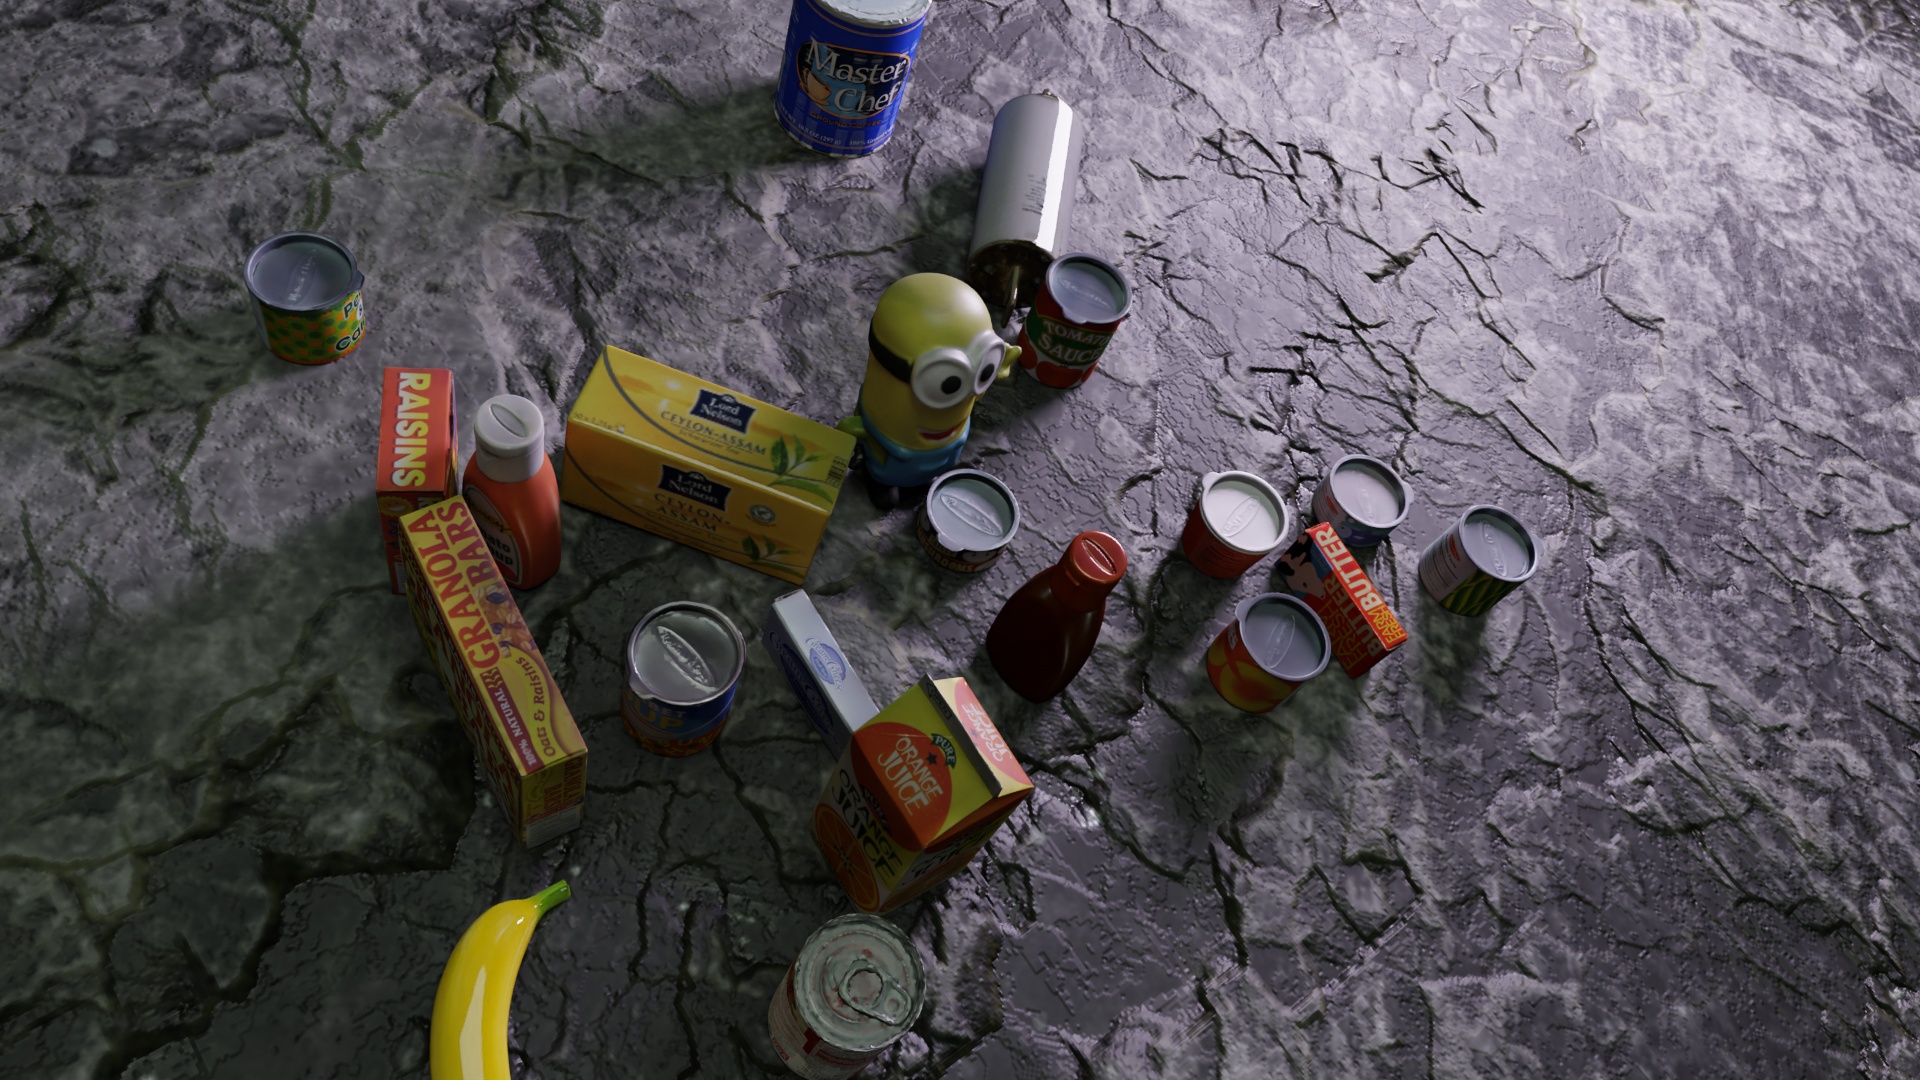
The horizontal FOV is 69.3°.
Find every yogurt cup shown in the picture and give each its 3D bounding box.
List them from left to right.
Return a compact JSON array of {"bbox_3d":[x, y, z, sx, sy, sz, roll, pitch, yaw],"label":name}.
[{"bbox_3d":[0.195,-0.008,1.002,0.072,0.053,0.073,8,58,-13],"label":"yogurt cup"}]

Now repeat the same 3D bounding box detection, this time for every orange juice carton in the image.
[{"bbox_3d":[-0.022,0.140,0.762,0.073,0.191,0.072,-24,69,-28],"label":"orange juice carton"}]

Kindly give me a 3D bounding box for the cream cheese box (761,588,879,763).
[{"bbox_3d":[-0.086,0.086,0.859,0.024,0.053,0.104,-24,69,-28],"label":"cream cheese box"}]

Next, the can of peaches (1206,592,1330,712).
[{"bbox_3d":[0.208,0.076,0.952,0.071,0.057,0.071,8,58,-13],"label":"can of peaches"}]

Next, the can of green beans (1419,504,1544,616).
[{"bbox_3d":[0.389,0.016,1.045,0.071,0.057,0.071,8,58,-13],"label":"can of green beans"}]

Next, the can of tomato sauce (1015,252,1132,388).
[{"bbox_3d":[0.083,-0.162,1.044,0.071,0.082,0.071,8,58,-13],"label":"can of tomato sauce"}]

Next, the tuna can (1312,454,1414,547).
[{"bbox_3d":[0.308,-0.030,1.062,0.071,0.032,0.071,8,58,-13],"label":"tuna can"}]

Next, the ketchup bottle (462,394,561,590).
[{"bbox_3d":[-0.264,-0.030,0.817,0.065,0.148,0.044,40,57,9],"label":"ketchup bottle"}]

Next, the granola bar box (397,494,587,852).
[{"bbox_3d":[-0.260,0.076,0.768,0.039,0.123,0.166,-22,69,-27],"label":"granola bar box"}]

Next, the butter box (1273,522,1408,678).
[{"bbox_3d":[0.272,0.043,0.995,0.024,0.053,0.104,-20,68,-26],"label":"butter box"}]

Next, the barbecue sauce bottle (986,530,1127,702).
[{"bbox_3d":[0.062,0.046,0.871,0.044,0.147,0.065,-31,73,-30],"label":"barbecue sauce bottle"}]

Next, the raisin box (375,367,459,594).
[{"bbox_3d":[-0.317,-0.033,0.817,0.040,0.122,0.086,1,60,-17],"label":"raisin box"}]

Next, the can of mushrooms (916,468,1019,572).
[{"bbox_3d":[0.003,-0.012,0.957,0.071,0.033,0.071,8,58,-13],"label":"can of mushrooms"}]

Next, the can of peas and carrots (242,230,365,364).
[{"bbox_3d":[-0.420,-0.156,0.899,0.071,0.058,0.071,8,58,-13],"label":"can of peas and carrots"}]

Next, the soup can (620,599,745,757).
[{"bbox_3d":[-0.167,0.084,0.817,0.071,0.083,0.071,8,58,-13],"label":"soup can"}]
